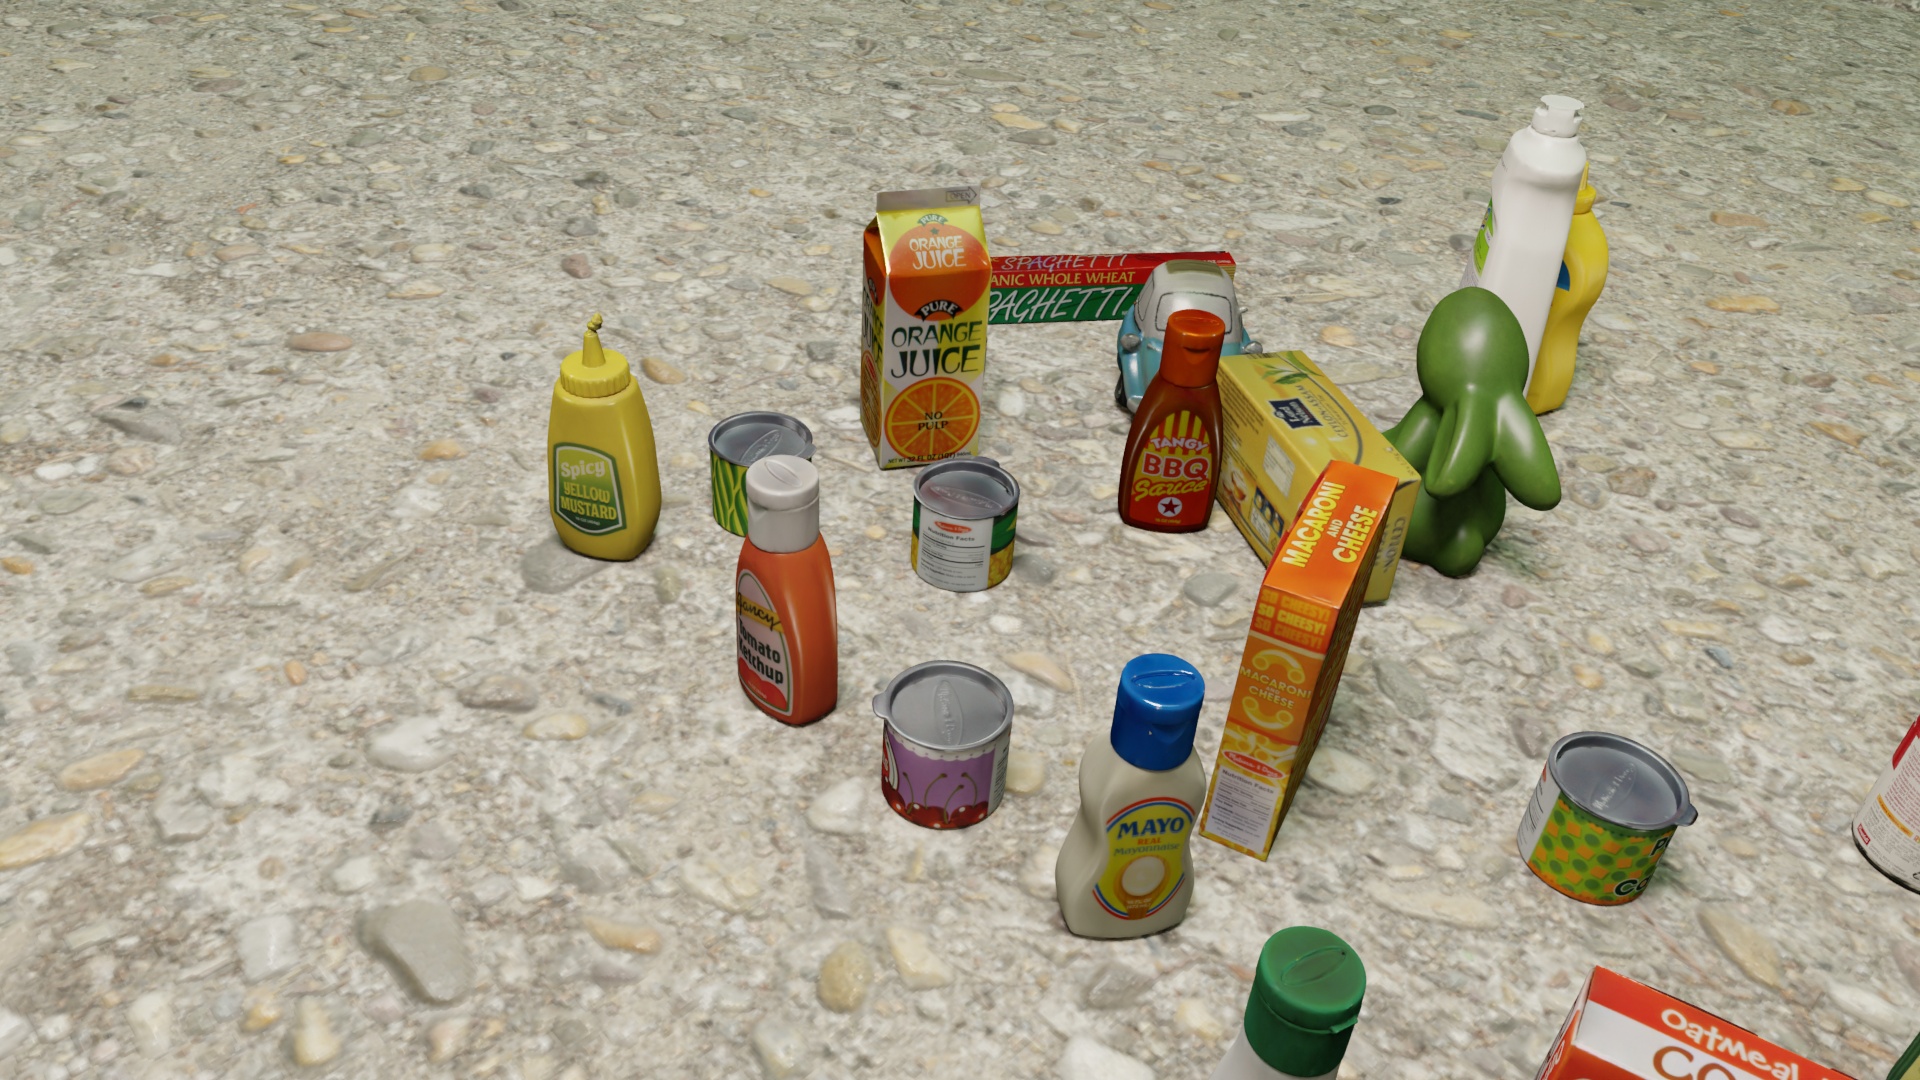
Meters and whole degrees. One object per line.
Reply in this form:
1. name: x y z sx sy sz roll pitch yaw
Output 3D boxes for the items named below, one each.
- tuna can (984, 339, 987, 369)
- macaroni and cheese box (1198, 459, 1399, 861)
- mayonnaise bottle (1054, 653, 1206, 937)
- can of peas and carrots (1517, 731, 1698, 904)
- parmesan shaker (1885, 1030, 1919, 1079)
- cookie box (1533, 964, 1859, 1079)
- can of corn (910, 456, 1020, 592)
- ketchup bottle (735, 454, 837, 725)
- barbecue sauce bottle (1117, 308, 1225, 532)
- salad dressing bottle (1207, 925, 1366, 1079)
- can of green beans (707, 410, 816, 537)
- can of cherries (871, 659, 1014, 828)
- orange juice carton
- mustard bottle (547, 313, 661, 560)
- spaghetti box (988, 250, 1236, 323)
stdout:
1. tuna can: -0.015 -0.144 1.074 0.071 0.032 0.071 3 36 -2
2. macaroni and cheese box: 0.170 0.060 0.701 0.040 0.165 0.124 19 39 20
3. mayonnaise bottle: 0.081 0.118 0.628 0.065 0.147 0.041 -3 37 -10
4. can of peas and carrots: 0.323 0.140 0.697 0.071 0.058 0.071 3 36 -2
5. parmesan shaker: 0.438 0.211 0.575 0.071 0.102 0.072 3 36 -2
6. cookie box: 0.247 0.234 0.470 0.123 0.166 0.040 22 39 23
7. can of corn: 0.003 -0.011 0.872 0.071 0.058 0.071 3 36 -2
8. ketchup bottle: -0.093 0.025 0.736 0.044 0.148 0.065 -27 46 -35
9. barbecue sauce bottle: 0.141 -0.076 0.899 0.065 0.147 0.044 5 36 1
10. salad dressing bottle: 0.117 0.203 0.514 0.064 0.146 0.044 -15 40 -25
11. can of green beans: -0.129 -0.043 0.902 0.071 0.057 0.071 3 36 -2
12. can of cherries: -0.010 0.104 0.713 0.071 0.058 0.072 3 36 -2
13. orange juice carton: -0.026 -0.149 0.944 0.072 0.191 0.073 -7 37 -15
14. mustard bottle: -0.217 -0.063 0.835 0.065 0.159 0.049 11 36 9
15. spaghetti box: 0.107 -0.212 1.165 0.250 0.049 0.029 -4 37 -11
